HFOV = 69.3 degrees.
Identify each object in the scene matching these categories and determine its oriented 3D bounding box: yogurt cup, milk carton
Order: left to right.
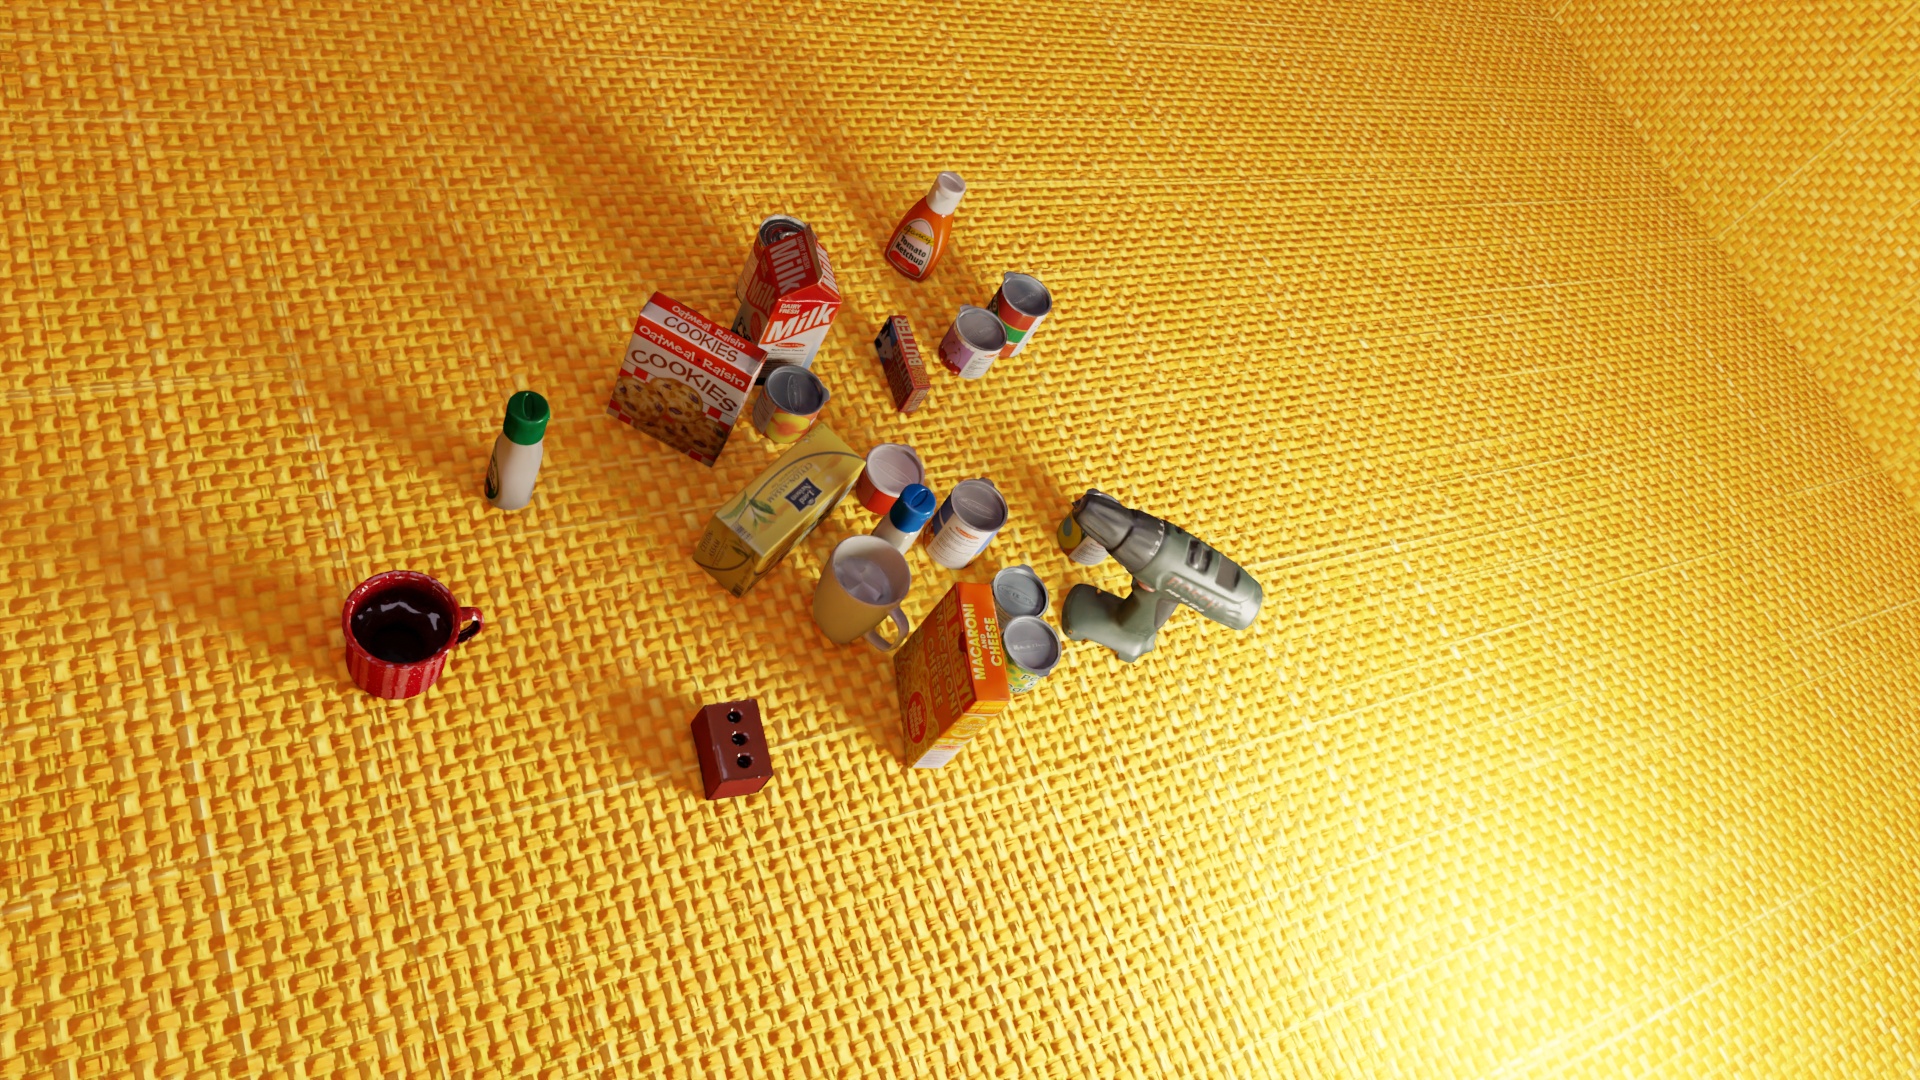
[{"bbox_3d":[-0.182,-0.248,1.475,0.073,0.189,0.072,-2,61,-28],"label":"milk carton"},{"bbox_3d":[-0.079,-0.063,1.495,0.072,0.053,0.073,13,55,-19],"label":"yogurt cup"}]

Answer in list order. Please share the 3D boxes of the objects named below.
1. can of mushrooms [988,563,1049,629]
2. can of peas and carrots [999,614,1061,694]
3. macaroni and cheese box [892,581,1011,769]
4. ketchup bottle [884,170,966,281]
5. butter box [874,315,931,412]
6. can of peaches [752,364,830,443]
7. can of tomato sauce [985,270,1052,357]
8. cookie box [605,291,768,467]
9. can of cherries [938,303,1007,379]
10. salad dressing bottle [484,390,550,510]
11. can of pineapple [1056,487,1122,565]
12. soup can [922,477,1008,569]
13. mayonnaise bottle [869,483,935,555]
[{"bbox_3d":[0.060,0.062,1.496,0.071,0.033,0.071,13,55,-19],"label":"can of mushrooms"},{"bbox_3d":[0.064,0.121,1.444,0.071,0.058,0.071,13,55,-19],"label":"can of peas and carrots"},{"bbox_3d":[-0.012,0.132,1.330,0.040,0.165,0.124,5,58,-24],"label":"macaroni and cheese box"},{"bbox_3d":[-0.038,-0.378,1.658,0.065,0.148,0.044,37,51,-1],"label":"ketchup bottle"},{"bbox_3d":[-0.066,-0.202,1.591,0.024,0.053,0.104,-5,62,-29],"label":"butter box"},{"bbox_3d":[-0.183,-0.146,1.494,0.071,0.057,0.071,13,55,-19],"label":"can of peaches"},{"bbox_3d":[0.062,-0.273,1.682,0.071,0.082,0.071,13,55,-19],"label":"can of tomato sauce"},{"bbox_3d":[-0.275,-0.158,1.386,0.123,0.166,0.040,28,52,-8],"label":"cookie box"},{"bbox_3d":[0.013,-0.236,1.650,0.071,0.058,0.072,13,55,-19],"label":"can of cherries"},{"bbox_3d":[-0.409,-0.083,1.284,0.044,0.147,0.064,4,58,-24],"label":"salad dressing bottle"},{"bbox_3d":[0.150,-0.015,1.575,0.071,0.057,0.071,13,55,-19],"label":"can of pineapple"},{"bbox_3d":[0.005,-0.019,1.489,0.071,0.083,0.072,13,55,-19],"label":"soup can"},{"bbox_3d":[-0.068,-0.005,1.402,0.041,0.147,0.065,40,51,1],"label":"mayonnaise bottle"}]
